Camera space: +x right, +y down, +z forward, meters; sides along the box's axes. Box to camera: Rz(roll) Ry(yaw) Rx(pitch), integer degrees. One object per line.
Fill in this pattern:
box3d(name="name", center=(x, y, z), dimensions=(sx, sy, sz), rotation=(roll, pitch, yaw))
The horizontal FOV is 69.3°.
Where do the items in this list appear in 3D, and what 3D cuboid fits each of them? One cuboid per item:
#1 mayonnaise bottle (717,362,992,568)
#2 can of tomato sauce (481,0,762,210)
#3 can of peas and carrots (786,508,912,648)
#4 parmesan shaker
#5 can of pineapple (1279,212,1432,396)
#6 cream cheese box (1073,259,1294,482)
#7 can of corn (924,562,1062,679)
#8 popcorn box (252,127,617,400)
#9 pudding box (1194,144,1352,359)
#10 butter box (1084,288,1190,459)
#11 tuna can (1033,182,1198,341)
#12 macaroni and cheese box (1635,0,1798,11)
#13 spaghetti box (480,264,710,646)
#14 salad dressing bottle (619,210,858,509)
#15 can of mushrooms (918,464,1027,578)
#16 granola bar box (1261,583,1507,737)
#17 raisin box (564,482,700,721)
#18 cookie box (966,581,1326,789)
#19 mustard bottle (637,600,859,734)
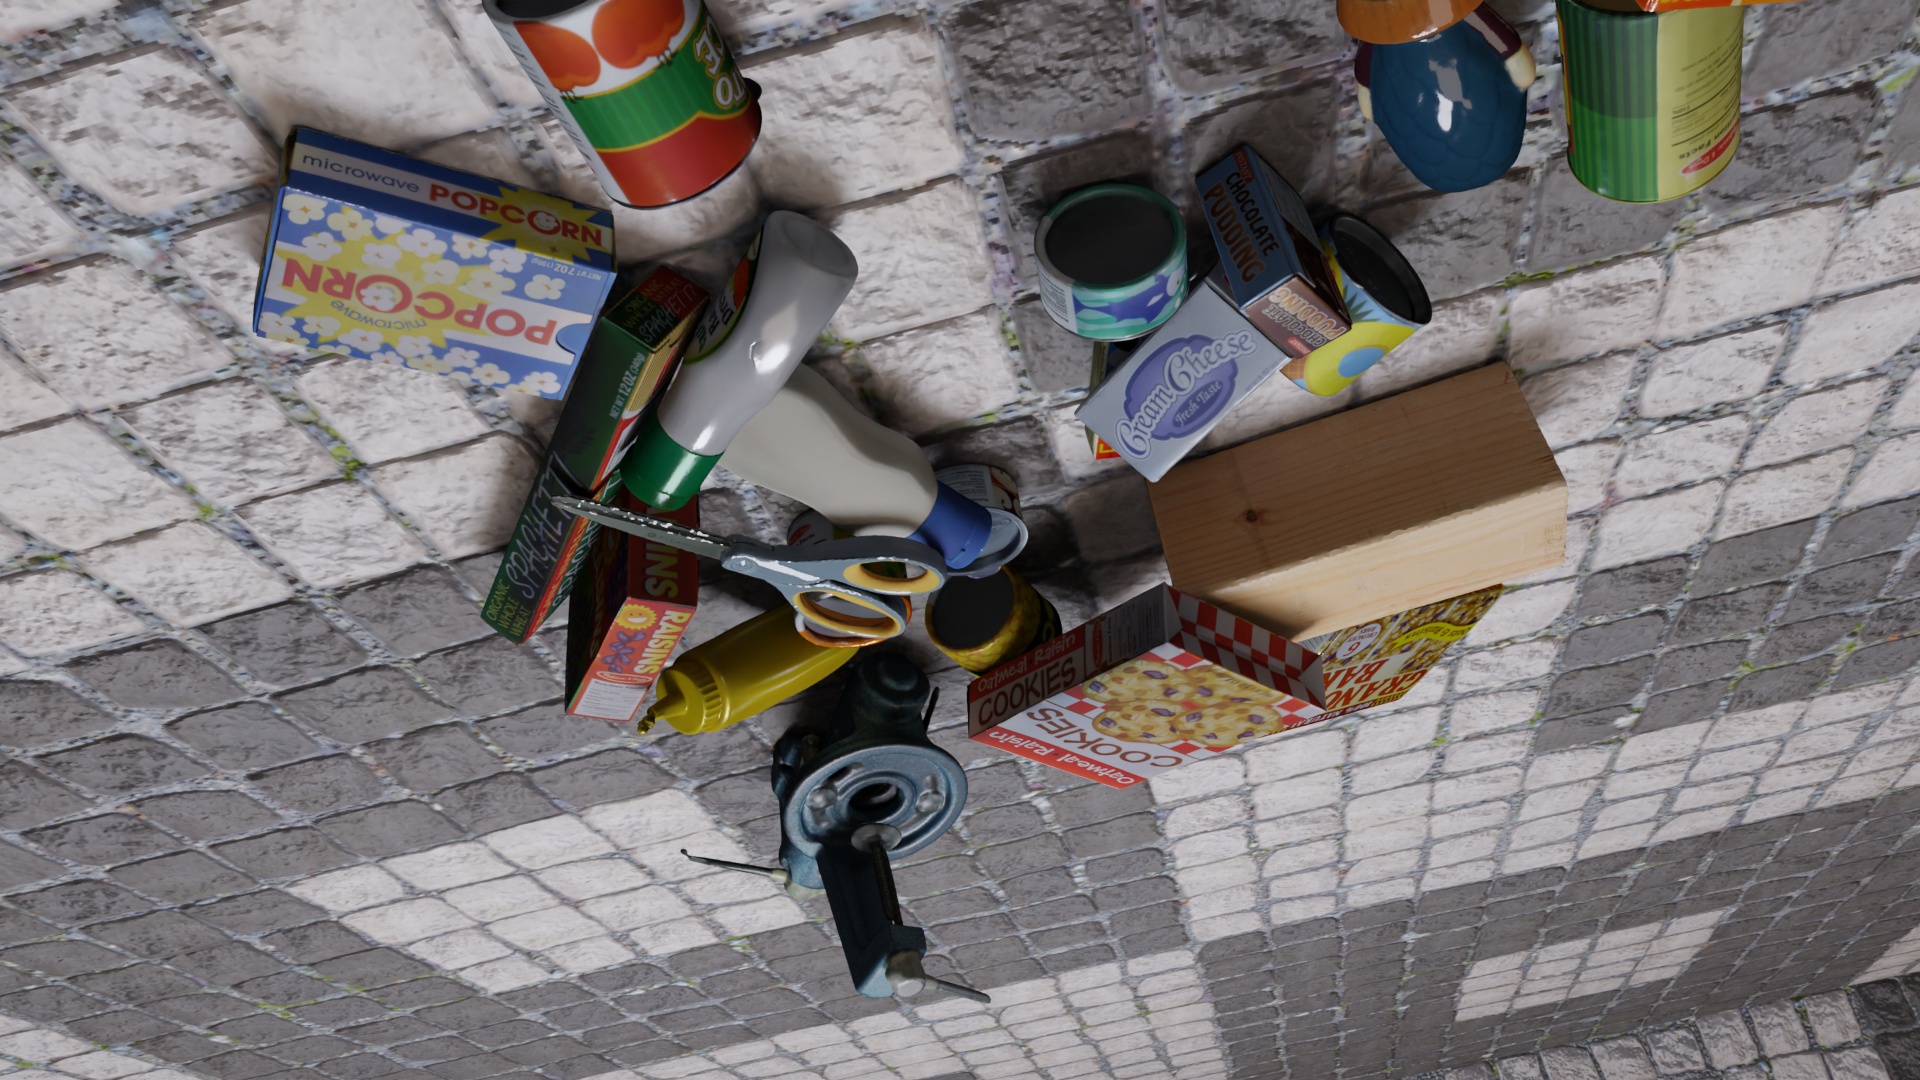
box3d(name="mayonnaise bottle", center=(-0.051, -0.034, 0.695), dimensions=(0.148, 0.041, 0.064), rotation=(31, 126, -27))
box3d(name="can of tomato sauce", center=(-0.114, -0.170, 0.486), dimensions=(0.071, 0.071, 0.082), rotation=(-16, 145, 9))
box3d(name="can of peas and carrots", center=(-0.061, 0.021, 0.783), dimensions=(0.071, 0.059, 0.070), rotation=(-7, 146, -4))
box3d(name="parmesan shaker", center=(0.276, -0.196, 0.554), dimensions=(0.071, 0.071, 0.102), rotation=(-21, 144, 15))
box3d(name="can of pineapple", center=(0.174, -0.110, 0.648), dimensions=(0.071, 0.071, 0.057), rotation=(16, 138, -33))
box3d(name="cream cheese box", center=(0.104, -0.076, 0.648), dimensions=(0.053, 0.024, 0.103), rotation=(41, 132, -4))
box3d(name="can of corn", center=(0.021, 0.051, 0.839), dimensions=(0.071, 0.071, 0.058), rotation=(-24, 143, 19))
box3d(name="popcorn box", center=(-0.216, -0.110, 0.571), dimensions=(0.127, 0.038, 0.084), rotation=(11, 139, -28))
box3d(name="pudding box", center=(0.134, -0.125, 0.600), dimensions=(0.030, 0.084, 0.049), rotation=(-32, 140, 29))
box3d(name="butter box", center=(0.094, -0.083, 0.705), dimensions=(0.053, 0.024, 0.103), rotation=(-7, 145, -4))
box3d(name="tuna can", center=(0.068, -0.122, 0.603), dimensions=(0.071, 0.071, 0.032), rotation=(-12, 145, 3))
box3d(name="macaroni and cheese box", center=(0.282, -0.229, 0.453), dimensions=(0.167, 0.124, 0.040), rotation=(-6, 143, -6))
box3d(name="spaghetti box", center=(-0.184, -0.031, 0.678), dimensions=(0.028, 0.050, 0.248), rotation=(36, 134, -3))
box3d(name="salad dressing bottle", center=(-0.102, -0.075, 0.613), dimensions=(0.044, 0.064, 0.147), rotation=(27, 121, -23))
box3d(name="can of mushrooms", center=(0.003, -0.010, 0.778), dimensions=(0.071, 0.033, 0.070), rotation=(-8, 145, -5))
box3d(name="granola bar box", center=(0.259, 0.067, 0.899), dimensions=(0.166, 0.039, 0.123), rotation=(-7, 142, -36))
box3d(name="raisin box", center=(-0.176, 0.030, 0.742), dimensions=(0.040, 0.086, 0.122), rotation=(11, 140, -25))
box3d(name="cookie box", center=(0.102, 0.089, 0.794), dimensions=(0.123, 0.040, 0.166), rotation=(24, 143, -30))
box3d(name="mustard bottle", center=(-0.122, 0.073, 0.787), dimensions=(0.065, 0.049, 0.161), rotation=(-43, 168, 37))
